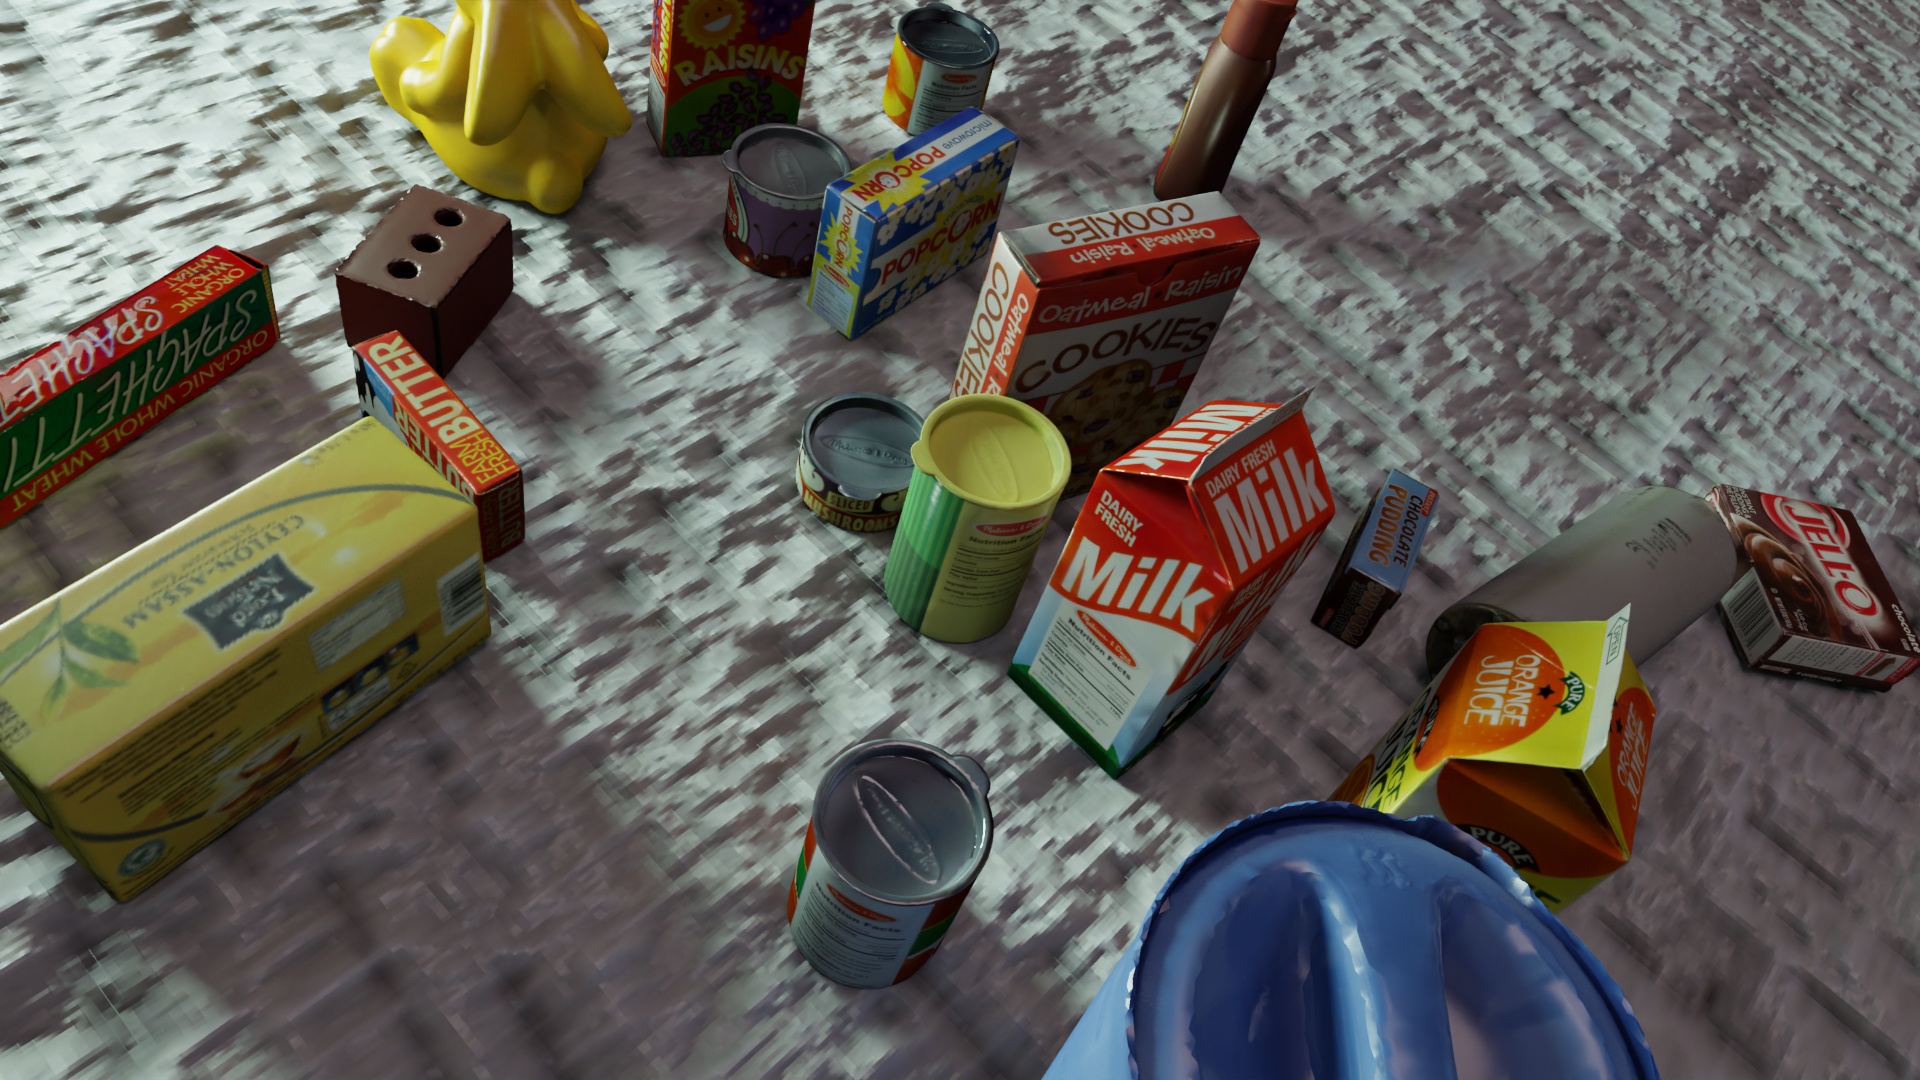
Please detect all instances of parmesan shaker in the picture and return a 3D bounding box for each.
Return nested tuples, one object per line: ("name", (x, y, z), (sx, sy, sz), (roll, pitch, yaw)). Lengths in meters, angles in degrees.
("parmesan shaker", (0.002, -0.008, 0.633), (0.071, 0.102, 0.072), (8, 51, -10))

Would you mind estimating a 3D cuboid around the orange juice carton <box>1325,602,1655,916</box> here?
("orange juice carton", (0.202, 0.103, 0.542), (0.073, 0.191, 0.072), (29, 50, 8))

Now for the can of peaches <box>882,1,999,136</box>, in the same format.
("can of peaches", (-0.014, -0.301, 0.894), (0.071, 0.057, 0.071), (8, 50, -10))

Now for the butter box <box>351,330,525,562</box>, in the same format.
("butter box", (-0.235, -0.043, 0.626), (0.024, 0.052, 0.104), (-32, 66, -34))

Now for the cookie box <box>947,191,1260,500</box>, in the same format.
("cookie box", (0.059, -0.083, 0.667), (0.123, 0.166, 0.040), (-17, 59, -27))

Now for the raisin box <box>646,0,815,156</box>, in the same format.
("raisin box", (-0.133, -0.287, 0.806), (0.086, 0.122, 0.040), (-10, 56, -23))

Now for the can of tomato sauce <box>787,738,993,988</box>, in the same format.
("can of tomato sauce", (-0.028, 0.123, 0.531), (0.071, 0.082, 0.071), (8, 51, -10))

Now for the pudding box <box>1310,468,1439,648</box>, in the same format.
("pudding box", (0.214, 0.008, 0.715), (0.030, 0.049, 0.084), (30, 50, 9))

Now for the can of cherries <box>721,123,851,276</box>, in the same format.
("can of cherries", (-0.101, -0.191, 0.780), (0.071, 0.058, 0.072), (8, 50, -10))

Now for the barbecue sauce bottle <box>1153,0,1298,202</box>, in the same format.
("barbecue sauce bottle", (0.167, -0.279, 0.868), (0.044, 0.147, 0.065), (30, 50, 9))

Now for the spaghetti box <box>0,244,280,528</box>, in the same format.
("spaghetti box", (-0.394, -0.042, 0.583), (0.029, 0.049, 0.251), (30, 50, 9))

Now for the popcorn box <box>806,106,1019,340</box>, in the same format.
("popcorn box", (-0.026, -0.178, 0.774), (0.038, 0.084, 0.127), (38, 52, 15))

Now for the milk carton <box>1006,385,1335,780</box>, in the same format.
("milk carton", (0.090, 0.013, 0.584), (0.073, 0.189, 0.073), (-32, 66, -34))

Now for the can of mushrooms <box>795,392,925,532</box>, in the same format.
("can of mushrooms", (-0.048, -0.037, 0.688), (0.071, 0.033, 0.071), (8, 50, -10))
